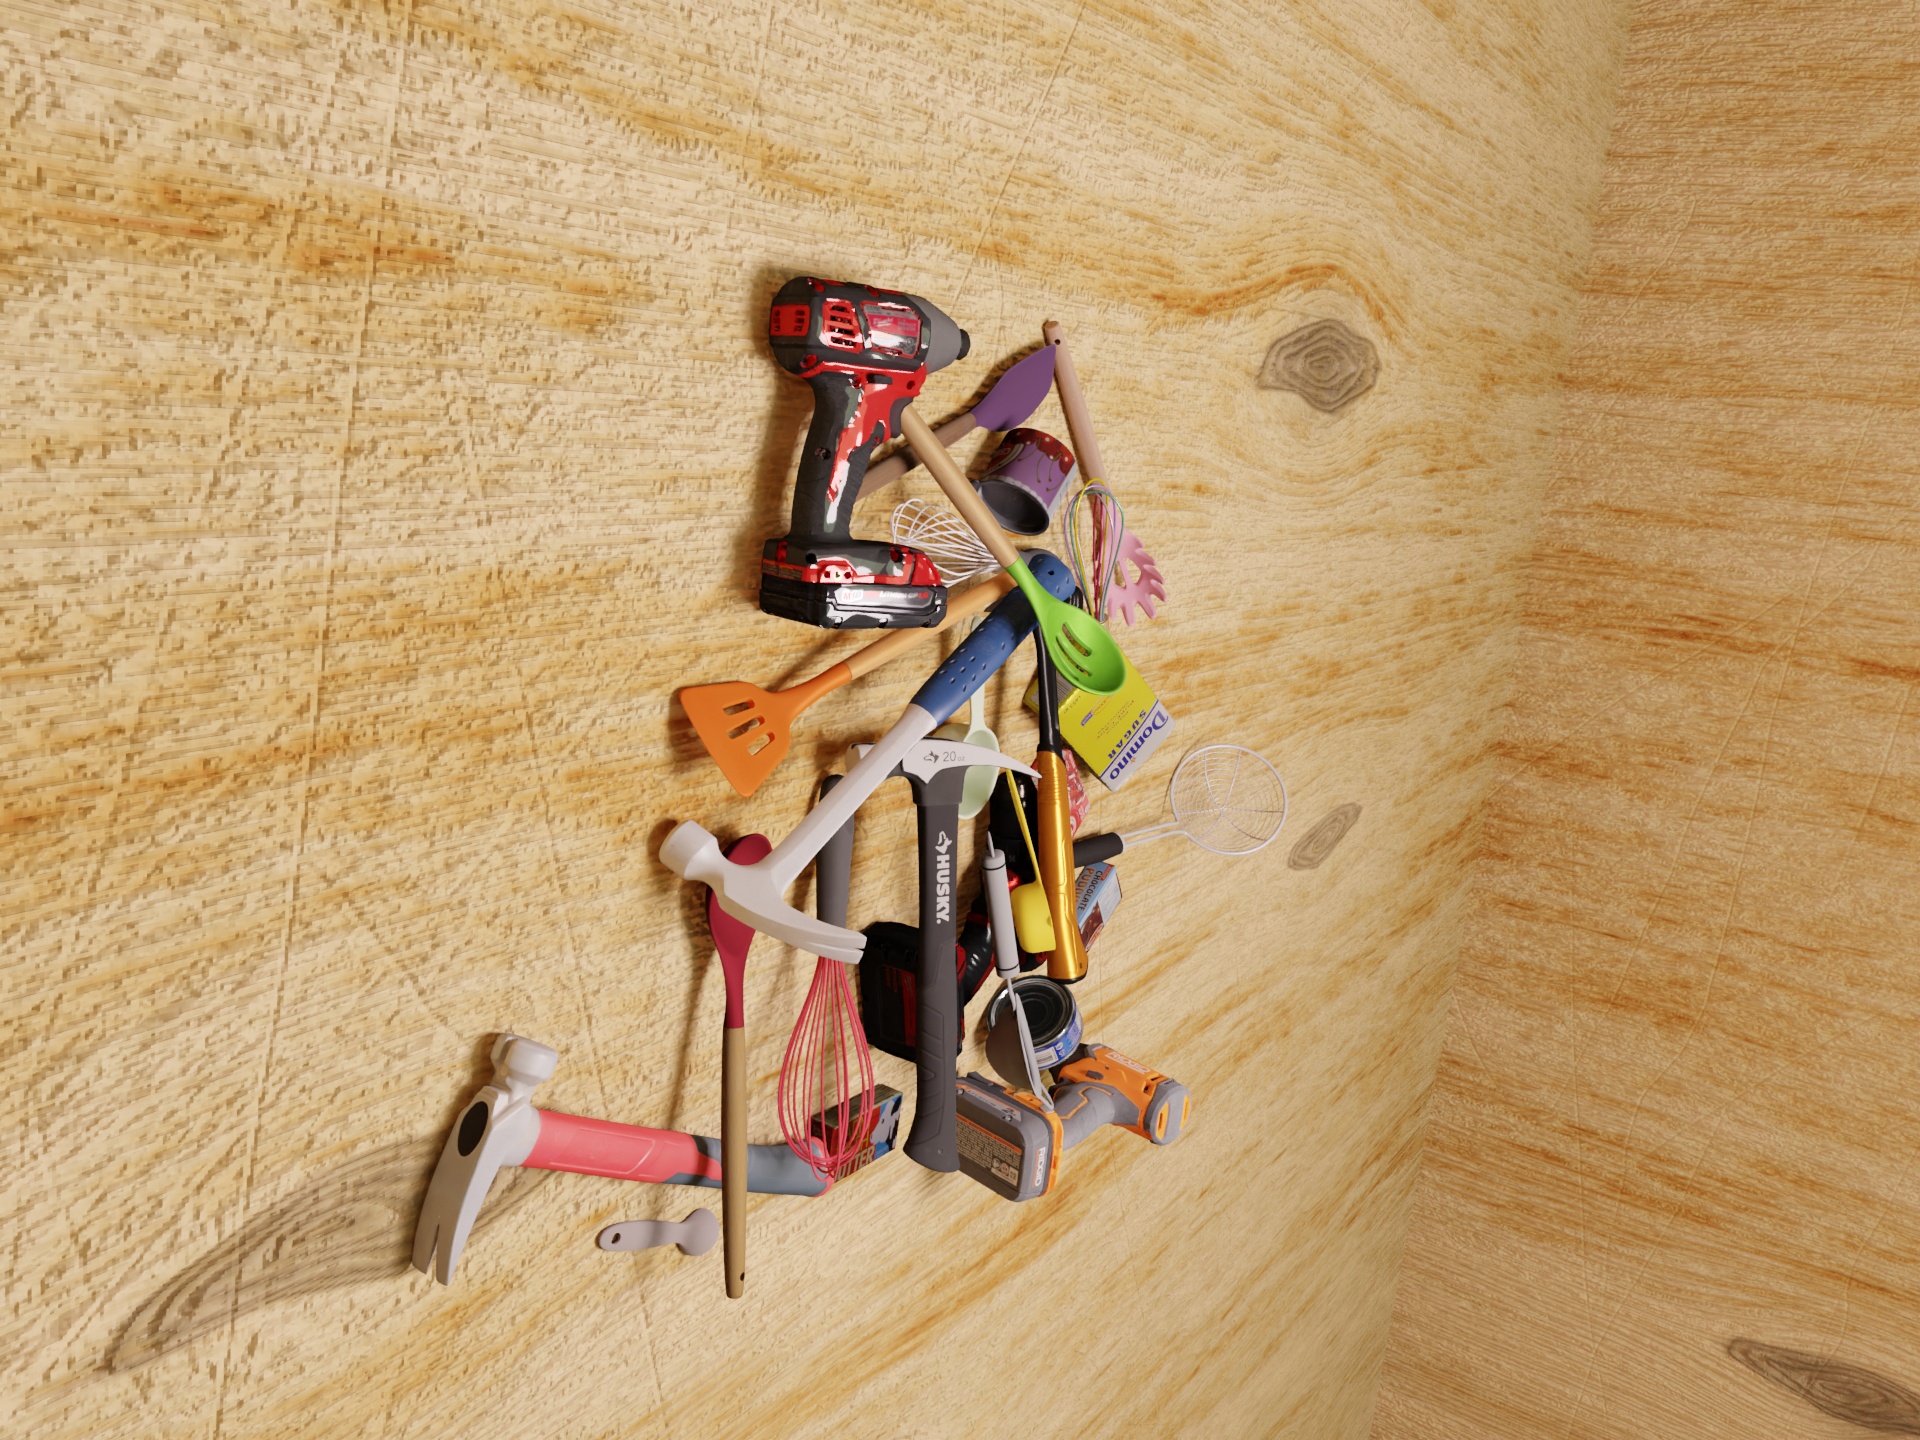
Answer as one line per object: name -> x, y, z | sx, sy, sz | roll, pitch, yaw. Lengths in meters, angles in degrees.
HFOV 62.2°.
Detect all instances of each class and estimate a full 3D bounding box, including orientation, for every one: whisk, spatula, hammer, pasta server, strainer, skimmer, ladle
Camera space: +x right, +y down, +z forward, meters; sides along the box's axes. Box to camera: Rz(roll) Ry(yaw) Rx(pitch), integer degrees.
whisk -> -0.096, 0.187, 1.162 | 0.073, 0.073, 0.296 | 5, 86, -59
spatula -> -0.008, -0.216, 1.201 | 0.316, 0.018, 0.059 | -40, 146, -45
hammer -> 0.075, 0.057, 1.329 | 0.127, 0.034, 0.337 | -15, 103, -60
spatula -> -0.059, -0.046, 1.113 | 0.322, 0.041, 0.081 | -32, 91, -35
whisk -> 0.125, -0.111, 1.432 | 0.047, 0.051, 0.244 | -79, 166, -48
pasta server -> 0.122, -0.211, 1.396 | 0.040, 0.060, 0.315 | -105, 174, -47
whisk -> 0.017, -0.126, 1.247 | 0.284, 0.070, 0.070 | -2, 104, -63
hammer -> -0.202, 0.310, 1.074 | 0.386, 0.038, 0.143 | 36, 72, -57
strainer -> 0.036, 0.205, 1.273 | 0.087, 0.050, 0.258 | -92, 174, -69
hammer -> -0.029, 0.007, 1.131 | 0.405, 0.144, 0.035 | -48, 167, -38
skimmer -> 0.208, 0.098, 1.610 | 0.090, 0.127, 0.363 | -44, 160, 32
hammer -> -0.013, 0.177, 1.193 | 0.146, 0.035, 0.334 | -3, 98, -25
ladle -> -0.153, 0.234, 1.082 | 0.069, 0.031, 0.315 | 1, 89, -61

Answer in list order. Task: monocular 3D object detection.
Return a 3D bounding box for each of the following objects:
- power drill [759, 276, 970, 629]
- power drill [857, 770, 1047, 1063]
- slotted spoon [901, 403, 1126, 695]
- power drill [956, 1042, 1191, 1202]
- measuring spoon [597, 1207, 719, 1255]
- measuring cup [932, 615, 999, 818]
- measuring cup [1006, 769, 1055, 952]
power drill -> -0.060, -0.174, 1.051 | 0.143, 0.079, 0.219 | -4, 103, -39
power drill -> 0.009, 0.162, 1.327 | 0.227, 0.080, 0.187 | -37, 132, -51
slotted spoon -> 0.023, -0.137, 1.155 | 0.313, 0.031, 0.070 | 51, 43, -22
power drill -> 0.084, 0.356, 1.471 | 0.226, 0.164, 0.084 | -6, 108, -45
measuring spoon -> -0.206, 0.360, 1.106 | 0.124, 0.018, 0.034 | 26, 80, -58
measuring cup -> -0.002, -0.004, 1.279 | 0.083, 0.038, 0.167 | -22, 118, -54
measuring cup -> 0.046, 0.113, 1.287 | 0.062, 0.029, 0.156 | -134, -150, -85
